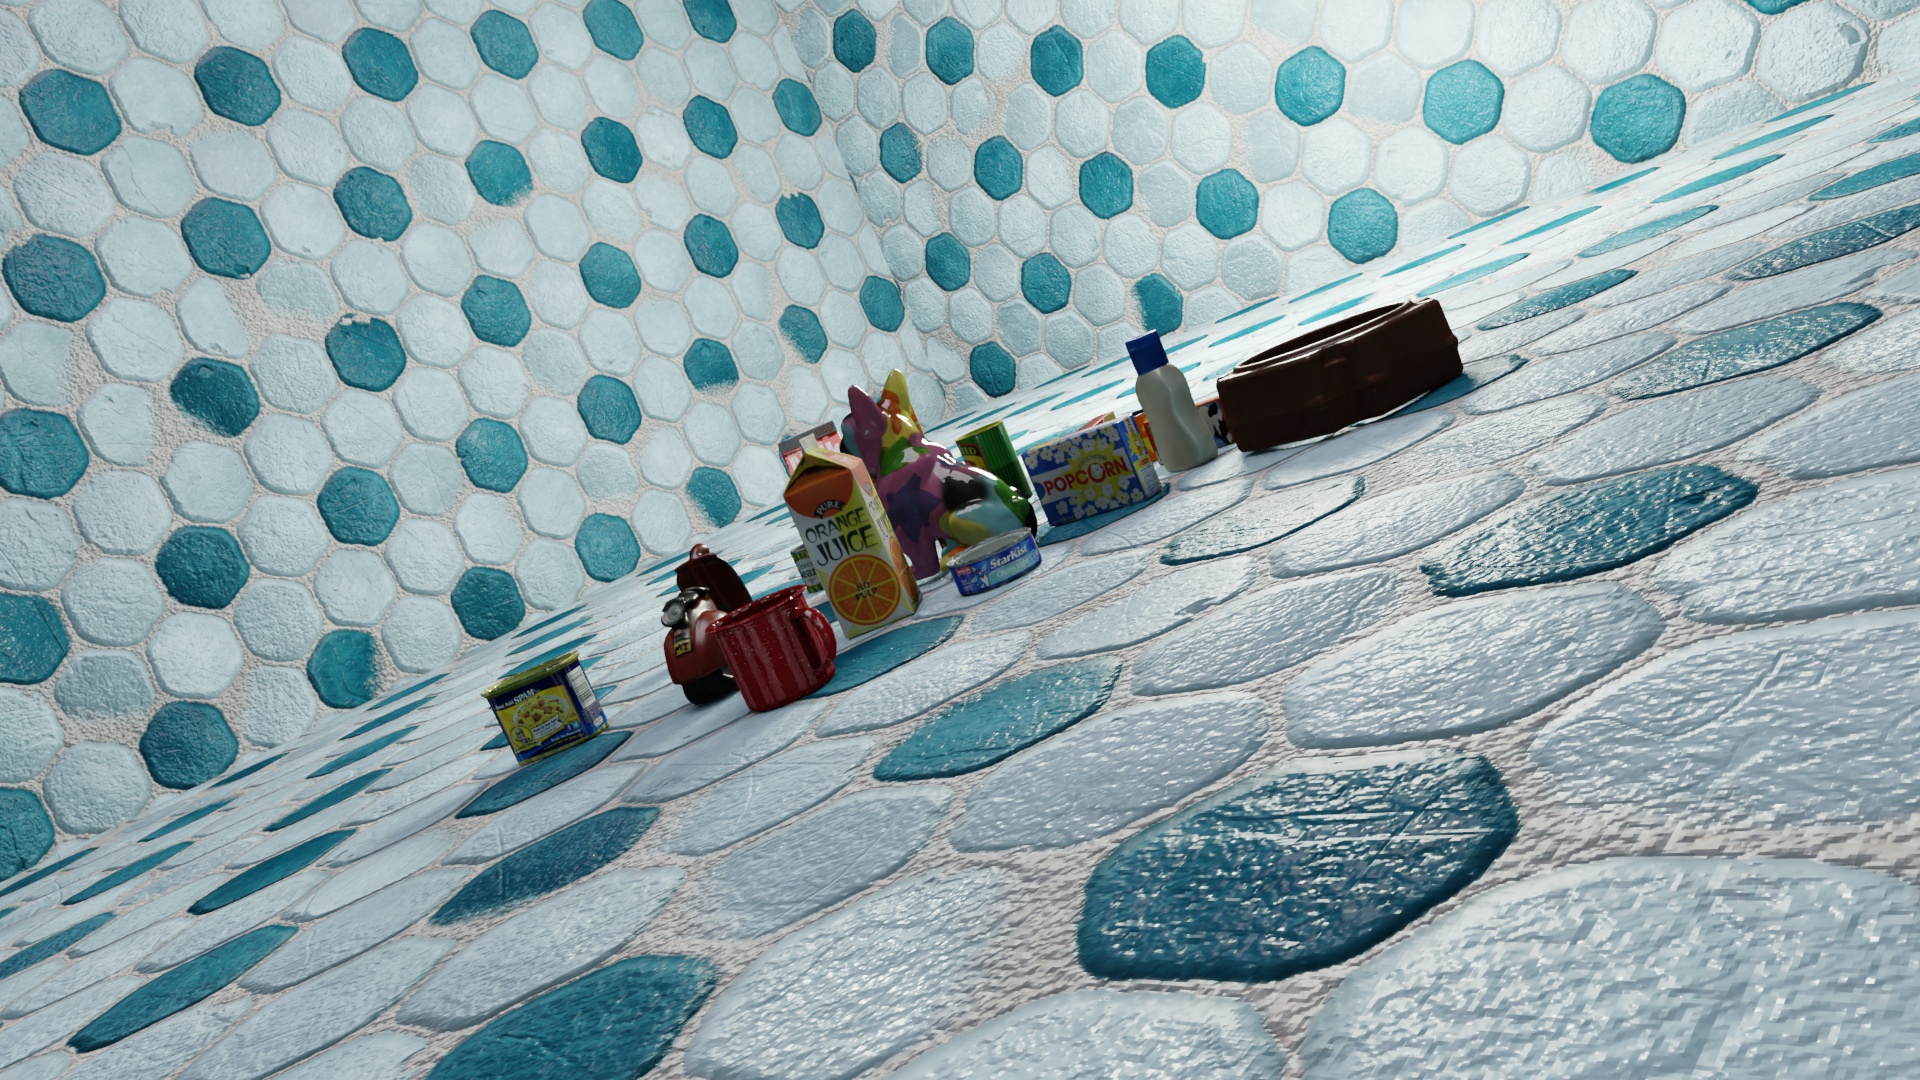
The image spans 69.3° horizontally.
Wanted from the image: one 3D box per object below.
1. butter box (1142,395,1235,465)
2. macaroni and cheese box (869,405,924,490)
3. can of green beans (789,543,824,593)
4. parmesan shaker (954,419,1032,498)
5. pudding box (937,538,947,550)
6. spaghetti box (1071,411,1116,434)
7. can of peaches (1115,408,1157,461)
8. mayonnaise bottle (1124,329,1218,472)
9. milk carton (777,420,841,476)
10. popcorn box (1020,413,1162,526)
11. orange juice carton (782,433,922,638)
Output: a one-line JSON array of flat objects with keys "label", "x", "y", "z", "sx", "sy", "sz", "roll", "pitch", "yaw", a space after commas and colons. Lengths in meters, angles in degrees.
[{"label": "butter box", "x": 0.255, "y": -0.121, "z": 1.530, "sx": 0.103, "sy": 0.053, "sz": 0.024, "roll": -16, "pitch": 10, "yaw": 42}, {"label": "macaroni and cheese box", "x": -0.082, "y": -0.092, "z": 1.877, "sx": 0.040, "sy": 0.166, "sz": 0.123, "roll": -29, "pitch": 9, "yaw": -37}, {"label": "can of green beans", "x": -0.172, "y": 0.027, "z": 1.741, "sx": 0.071, "sy": 0.057, "sz": 0.071, "roll": -23, "pitch": 8, "yaw": 3}, {"label": "parmesan shaker", "x": 0.044, "y": -0.093, "z": 1.754, "sx": 0.071, "sy": 0.103, "sz": 0.071, "roll": -23, "pitch": 8, "yaw": 3}, {"label": "pudding box", "x": 0.006, "y": -0.020, "z": 1.575, "sx": 0.030, "sy": 0.049, "sz": 0.084, "roll": -17, "pitch": 10, "yaw": 38}, {"label": "spaghetti box", "x": 0.152, "y": -0.110, "z": 1.751, "sx": 0.028, "sy": 0.050, "sz": 0.251, "roll": -19, "pitch": 9, "yaw": 29}, {"label": "can of peaches", "x": 0.204, "y": -0.118, "z": 1.629, "sx": 0.071, "sy": 0.058, "sz": 0.071, "roll": -23, "pitch": 8, "yaw": 3}, {"label": "mayonnaise bottle", "x": 0.217, "y": -0.147, "z": 1.460, "sx": 0.041, "sy": 0.148, "sz": 0.064, "roll": -28, "pitch": 9, "yaw": -33}, {"label": "milk carton", "x": -0.141, "y": -0.037, "z": 1.595, "sx": 0.072, "sy": 0.190, "sz": 0.073, "roll": -24, "pitch": 8, "yaw": -5}, {"label": "popcorn box", "x": 0.134, "y": -0.071, "z": 1.423, "sx": 0.126, "sy": 0.085, "sz": 0.038, "roll": -17, "pitch": 10, "yaw": 40}, {"label": "orange juice carton", "x": -0.109, "y": -0.011, "z": 1.330, "sx": 0.073, "sy": 0.192, "sz": 0.072, "roll": -22, "pitch": 8, "yaw": 9}]
